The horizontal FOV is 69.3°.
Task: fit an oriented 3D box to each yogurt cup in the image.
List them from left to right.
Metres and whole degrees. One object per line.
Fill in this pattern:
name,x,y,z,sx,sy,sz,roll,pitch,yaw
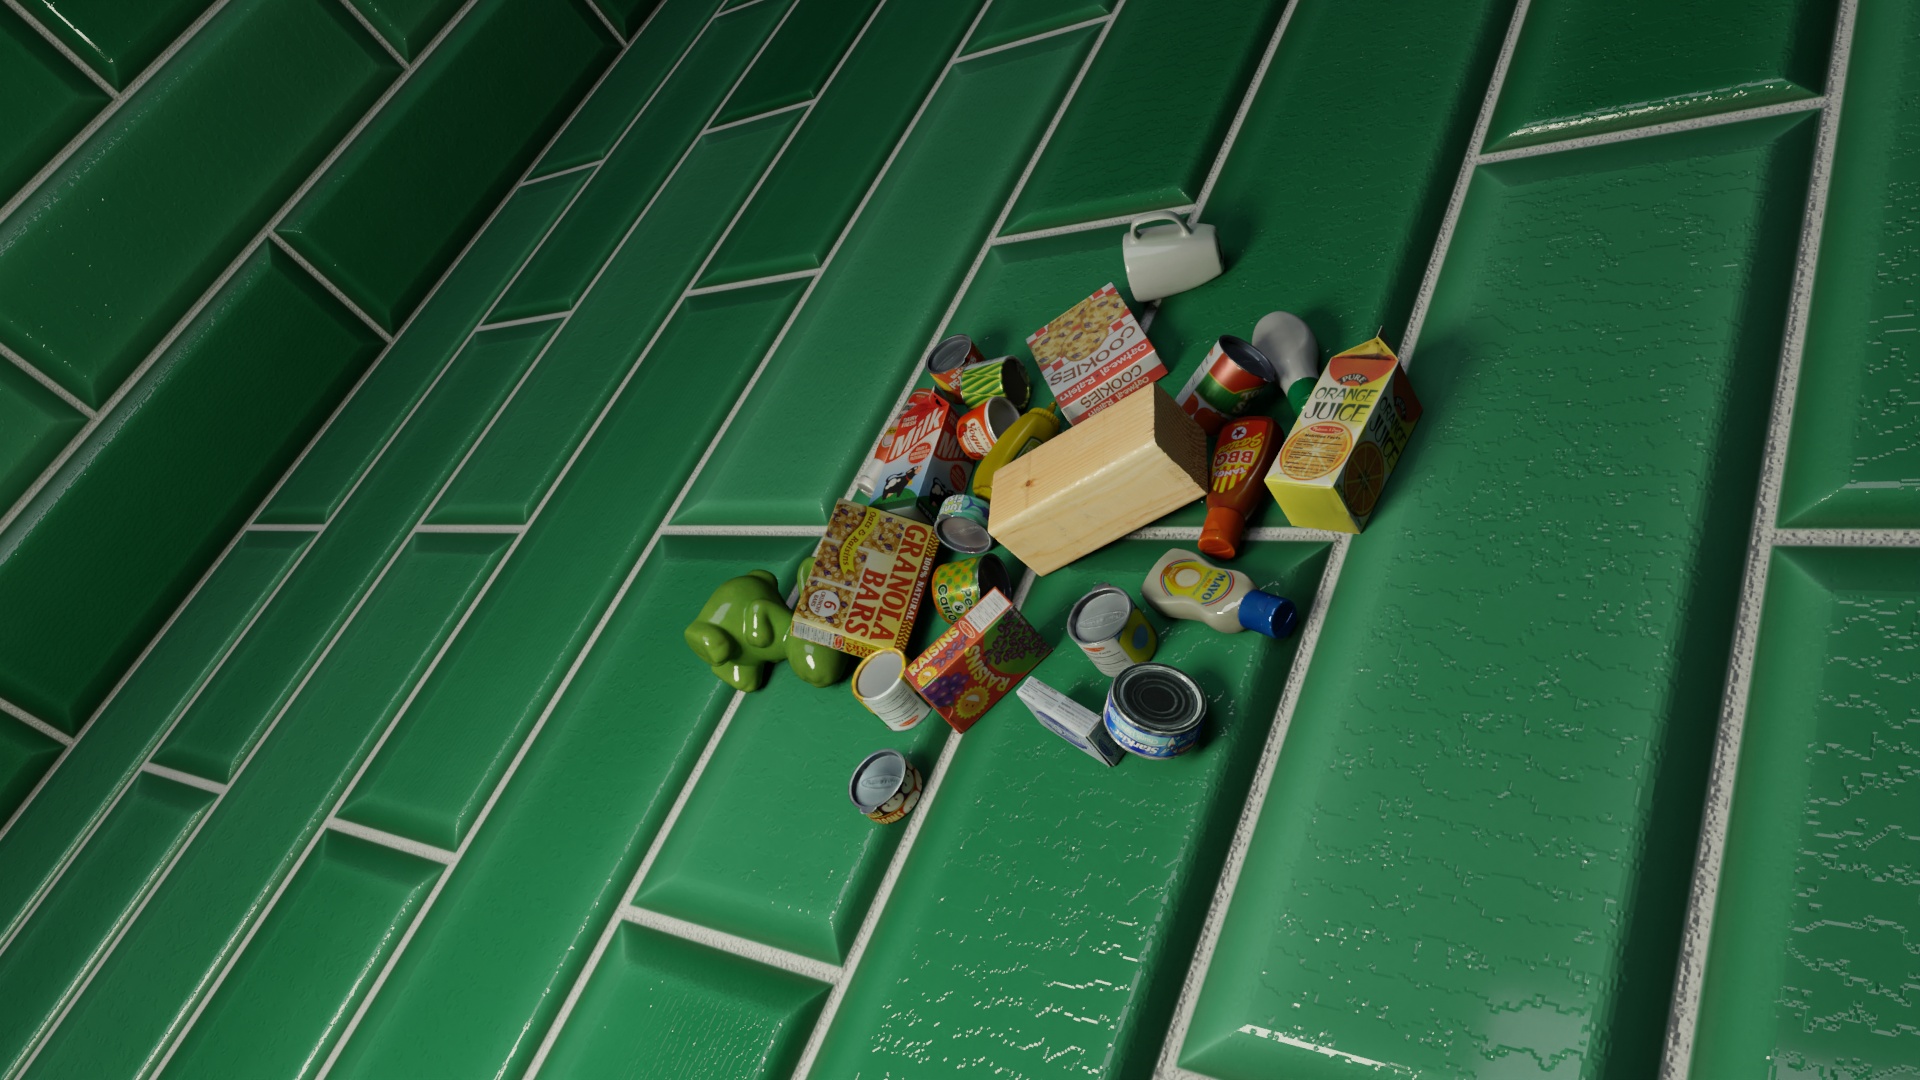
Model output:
yogurt cup,0.033,-0.126,1.590,0.054,0.072,0.073,-19,42,37

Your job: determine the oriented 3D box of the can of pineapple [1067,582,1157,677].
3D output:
can of pineapple,0.142,0.084,1.292,0.071,0.057,0.071,-23,41,21

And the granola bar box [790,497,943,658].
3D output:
granola bar box,-0.099,0.045,1.495,0.124,0.038,0.166,17,55,0

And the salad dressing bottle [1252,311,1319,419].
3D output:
salad dressing bottle,0.336,-0.172,1.396,0.064,0.044,0.148,-30,40,19

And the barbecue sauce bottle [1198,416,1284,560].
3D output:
barbecue sauce bottle,0.265,-0.050,1.334,0.065,0.043,0.149,-6,49,41

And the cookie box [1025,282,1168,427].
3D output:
cookie box,0.154,-0.212,1.592,0.123,0.040,0.168,-33,37,10

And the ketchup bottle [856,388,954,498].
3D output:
ketchup bottle,-0.069,-0.116,1.682,0.065,0.043,0.149,15,64,47

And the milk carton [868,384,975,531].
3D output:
milk carton,-0.036,-0.088,1.602,0.073,0.072,0.191,-10,47,35

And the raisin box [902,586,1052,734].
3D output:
raisin box,0.018,0.117,1.342,0.123,0.086,0.040,-42,42,-2

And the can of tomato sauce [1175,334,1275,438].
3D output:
can of tomato sauce,0.266,-0.152,1.393,0.082,0.071,0.071,-56,27,33

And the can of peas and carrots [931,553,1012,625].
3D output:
can of peas and carrots,0.011,0.052,1.427,0.058,0.070,0.071,-14,45,31

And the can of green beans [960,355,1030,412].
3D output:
can of green beans,0.042,-0.181,1.633,0.057,0.071,0.071,-9,48,34

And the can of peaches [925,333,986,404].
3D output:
can of peaches,0.000,-0.209,1.703,0.071,0.058,0.071,-22,41,21

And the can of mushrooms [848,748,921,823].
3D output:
can of mushrooms,-0.073,0.239,1.340,0.071,0.033,0.071,-22,41,21

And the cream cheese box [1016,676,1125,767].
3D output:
cream cheese box,0.099,0.163,1.254,0.024,0.053,0.104,-49,38,-12

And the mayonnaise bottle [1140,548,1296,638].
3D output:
mayonnaise bottle,0.235,0.052,1.259,0.148,0.041,0.065,20,65,49

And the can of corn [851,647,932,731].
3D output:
can of corn,-0.068,0.148,1.406,0.071,0.058,0.071,-23,41,21

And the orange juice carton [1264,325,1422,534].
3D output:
orange juice carton,0.363,-0.105,1.282,0.073,0.071,0.193,10,60,45

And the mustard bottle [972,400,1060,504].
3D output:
mustard bottle,0.072,-0.100,1.532,0.049,0.065,0.161,-1,48,45

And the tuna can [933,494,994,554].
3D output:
tuna can,0.005,-0.019,1.499,0.071,0.071,0.033,-9,46,34
